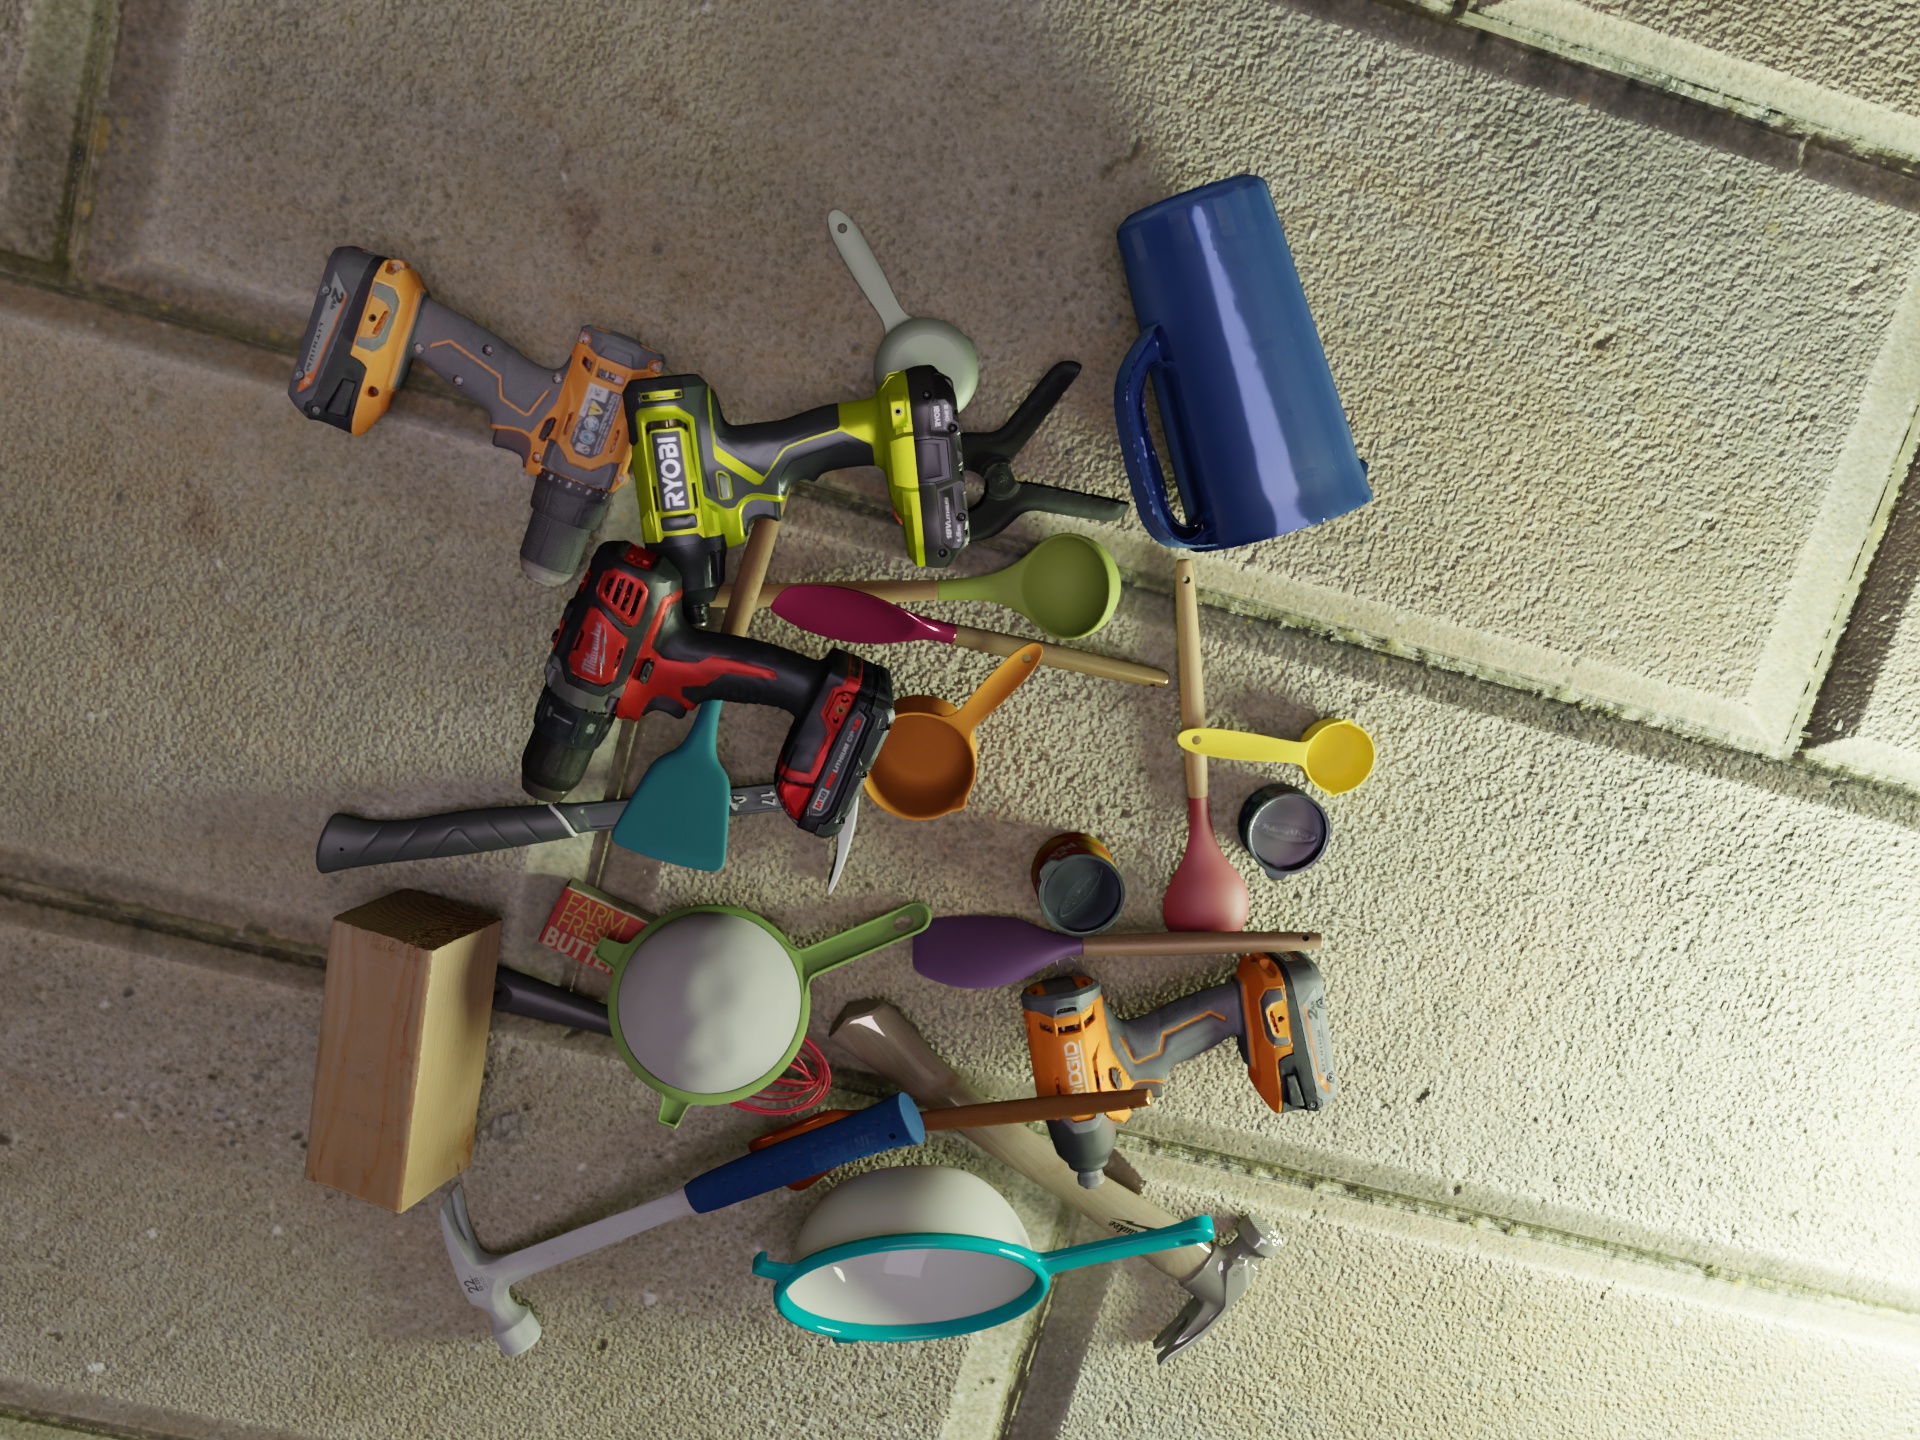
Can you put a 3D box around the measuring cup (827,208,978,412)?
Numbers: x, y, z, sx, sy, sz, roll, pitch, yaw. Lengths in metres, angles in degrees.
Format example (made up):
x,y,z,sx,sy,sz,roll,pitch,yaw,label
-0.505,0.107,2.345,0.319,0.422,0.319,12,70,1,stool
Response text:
x,y,z,sx,sy,sz,roll,pitch,yaw,label
-0.047,-0.287,1.127,0.083,0.038,0.167,-31,105,3,measuring cup

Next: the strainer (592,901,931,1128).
x,y,z,sx,sy,sz,roll,pitch,yaw,label
-0.135,0.185,1.182,0.256,0.069,0.151,-21,76,-16,strainer

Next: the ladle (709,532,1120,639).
x,y,z,sx,sy,sz,roll,pitch,yaw,label
-0.043,-0.095,1.164,0.320,0.062,0.078,-2,95,-1,ladle

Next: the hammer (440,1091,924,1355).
x,y,z,sx,sy,sz,roll,pitch,yaw,label
-0.219,0.369,1.229,0.405,0.035,0.144,-24,102,13,hammer

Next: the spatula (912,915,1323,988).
x,y,z,sx,sy,sz,roll,pitch,yaw,label
0.120,0.176,1.229,0.316,0.018,0.060,-2,63,3,spatula

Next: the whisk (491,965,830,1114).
x,y,z,sx,sy,sz,roll,pitch,yaw,label
-0.242,0.239,1.227,0.296,0.073,0.073,17,101,-1,whisk

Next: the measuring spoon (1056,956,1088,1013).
x,y,z,sx,sy,sz,roll,pitch,yaw,label
0.110,0.237,1.273,0.034,0.018,0.124,-32,96,-4,measuring spoon

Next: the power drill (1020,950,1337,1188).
x,y,z,sx,sy,sz,roll,pitch,yaw,label
0.169,0.269,1.235,0.226,0.084,0.164,-9,95,-4,power drill

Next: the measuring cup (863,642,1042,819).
x,y,z,sx,sy,sz,roll,pitch,yaw,label
-0.002,-0.004,1.175,0.095,0.052,0.173,42,107,-13,measuring cup

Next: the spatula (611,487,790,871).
x,y,z,sx,sy,sz,roll,pitch,yaw,label
-0.165,-0.053,1.143,0.082,0.044,0.317,17,93,-5,spatula

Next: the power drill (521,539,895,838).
x,y,z,sx,sy,sz,roll,pitch,yaw,label
-0.176,0.001,1.081,0.226,0.080,0.188,23,106,-12,power drill

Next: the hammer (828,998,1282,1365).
x,y,z,sx,sy,sz,roll,pitch,yaw,label
0.060,0.363,1.285,0.410,0.038,0.146,37,99,-10,hammer

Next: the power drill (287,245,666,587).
x,y,z,sx,sy,sz,roll,pitch,yaw,label
-0.339,-0.209,1.107,0.226,0.084,0.185,19,101,-13,power drill

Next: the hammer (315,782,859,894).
x,y,z,sx,sy,sz,roll,pitch,yaw,label
-0.277,0.077,1.197,0.409,0.036,0.149,-7,104,-2,hammer

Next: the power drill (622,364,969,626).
x,y,z,sx,sy,sz,roll,pitch,yaw,label
-0.110,-0.158,1.096,0.223,0.080,0.171,-6,105,-2,power drill

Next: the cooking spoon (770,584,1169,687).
x,y,z,sx,sy,sz,roll,pitch,yaw,label
0.016,-0.058,1.145,0.318,0.068,0.017,11,62,-26,cooking spoon

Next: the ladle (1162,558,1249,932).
x,y,z,sx,sy,sz,roll,pitch,yaw,label
0.182,0.033,1.224,0.069,0.031,0.315,-6,101,-3,ladle

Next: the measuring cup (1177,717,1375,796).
x,y,z,sx,sy,sz,roll,pitch,yaw,label
0.239,0.020,1.220,0.156,0.029,0.062,7,102,-8,measuring cup

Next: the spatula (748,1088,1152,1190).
x,y,z,sx,sy,sz,roll,pitch,yaw,label
-0.007,0.313,1.217,0.322,0.041,0.080,-12,133,23,spatula

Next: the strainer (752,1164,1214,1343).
x,y,z,sx,sy,sz,roll,pitch,yaw,label
0.021,0.388,1.227,0.340,0.095,0.210,-14,140,10,strainer
